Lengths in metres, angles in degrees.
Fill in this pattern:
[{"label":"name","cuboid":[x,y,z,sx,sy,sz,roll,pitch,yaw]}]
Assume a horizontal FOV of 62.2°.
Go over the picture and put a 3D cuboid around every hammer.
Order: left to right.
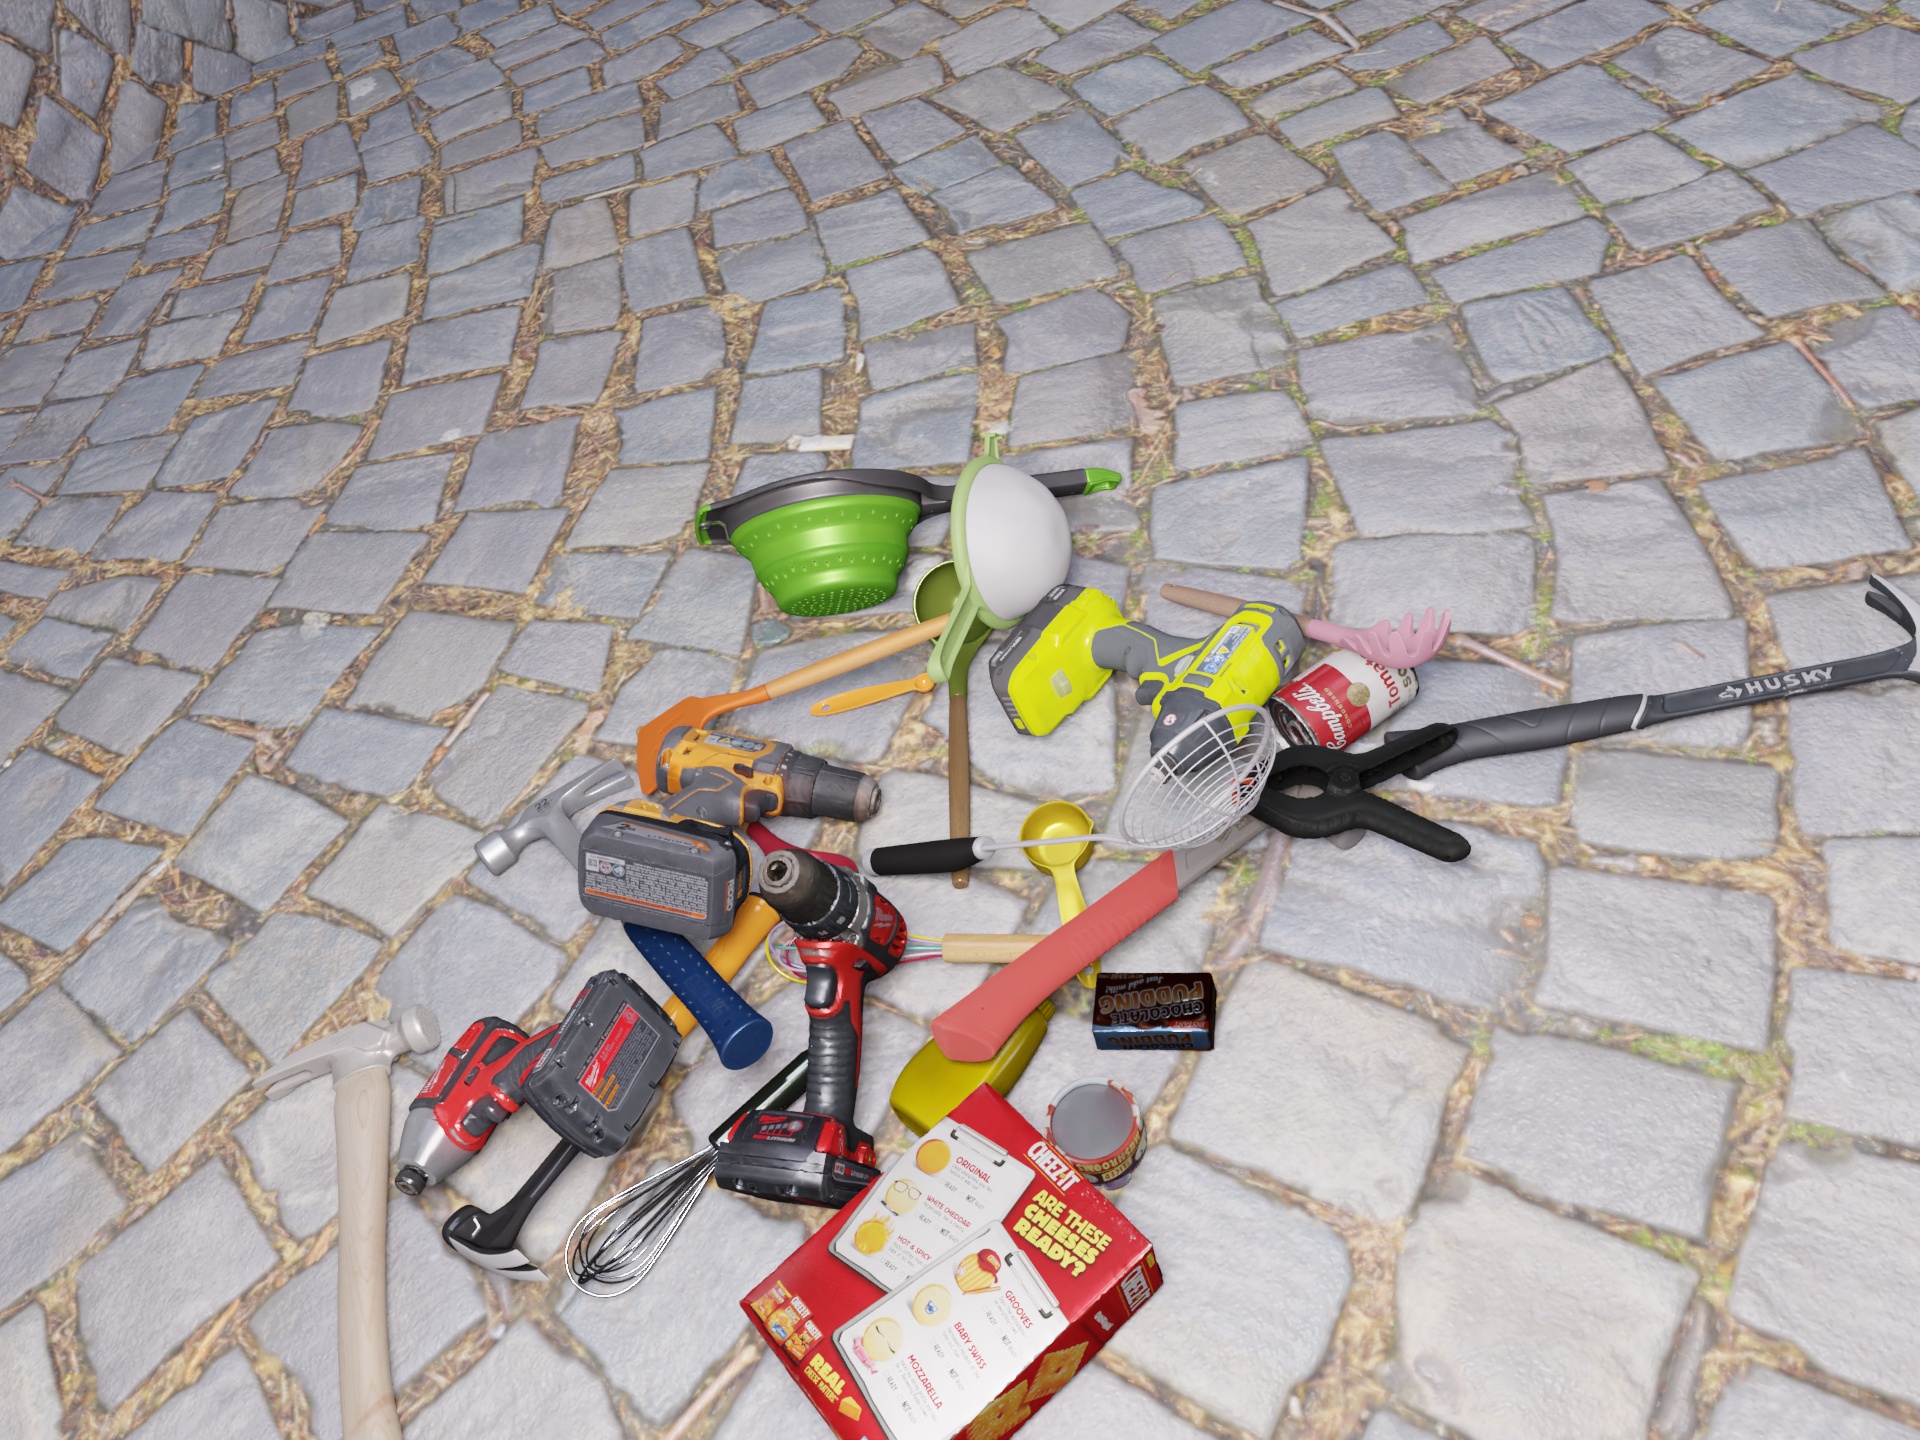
[{"label":"hammer","cuboid":[-0.437,0.397,1.140,0.146,0.038,0.411,-22,47,0]},{"label":"hammer","cuboid":[-0.238,0.258,1.173,0.127,0.034,0.337,-6,38,51]},{"label":"hammer","cuboid":[-0.253,0.147,1.249,0.144,0.035,0.406,-37,38,-17]},{"label":"hammer","cuboid":[0.121,0.125,1.151,0.359,0.036,0.149,-32,48,-24]},{"label":"hammer","cuboid":[0.524,-0.015,1.181,0.409,0.036,0.149,-11,47,10]}]

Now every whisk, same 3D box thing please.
[{"label":"whisk","cuboid":[-0.176,0.310,1.128,0.246,0.057,0.059,-40,84,-21]},{"label":"whisk","cuboid":[-0.032,0.174,1.196,0.245,0.051,0.047,-2,72,16]}]

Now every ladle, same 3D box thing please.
[{"label":"ladle","cuboid":[-0.190,0.078,1.341,0.069,0.031,0.316,-30,44,-27]},{"label":"ladle","cuboid":[-0.002,-0.004,1.332,0.078,0.062,0.320,-1,52,1]}]

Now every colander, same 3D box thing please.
[{"label":"colander","cuboid":[-0.038,-0.163,1.454,0.397,0.204,0.094,-9,81,-10]}]

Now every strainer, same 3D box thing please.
[{"label":"strainer","cuboid":[0.039,-0.120,1.324,0.069,0.151,0.256,-5,39,27]}]

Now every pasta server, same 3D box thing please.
[{"label":"pasta server","cuboid":[0.260,-0.085,1.262,0.060,0.040,0.316,-21,23,-26]}]

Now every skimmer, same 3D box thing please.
[{"label":"skimmer","cuboid":[0.062,0.059,1.163,0.363,0.127,0.090,-11,81,40]}]

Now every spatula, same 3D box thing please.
[{"label":"spatula","cuboid":[-0.140,-0.028,1.371,0.322,0.041,0.081,-21,47,5]}]

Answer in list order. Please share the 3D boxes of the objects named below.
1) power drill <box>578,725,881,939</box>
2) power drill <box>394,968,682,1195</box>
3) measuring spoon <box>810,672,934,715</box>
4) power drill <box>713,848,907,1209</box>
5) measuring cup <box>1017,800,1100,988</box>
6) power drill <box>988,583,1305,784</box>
[{"label":"power drill","cuboid":[-0.175,0.080,1.237,0.185,0.084,0.226,11,25,10]},{"label":"power drill","cuboid":[-0.313,0.264,1.133,0.219,0.078,0.143,-22,27,36]},{"label":"measuring spoon","cuboid":[-0.077,-0.020,1.402,0.117,0.011,0.021,-14,48,11]},{"label":"power drill","cuboid":[-0.100,0.204,1.070,0.080,0.187,0.227,1,68,18]},{"label":"measuring cup","cuboid":[0.085,0.135,1.209,0.062,0.029,0.157,-17,59,9]},{"label":"power drill","cuboid":[0.137,-0.032,1.255,0.223,0.080,0.171,14,54,46]}]
